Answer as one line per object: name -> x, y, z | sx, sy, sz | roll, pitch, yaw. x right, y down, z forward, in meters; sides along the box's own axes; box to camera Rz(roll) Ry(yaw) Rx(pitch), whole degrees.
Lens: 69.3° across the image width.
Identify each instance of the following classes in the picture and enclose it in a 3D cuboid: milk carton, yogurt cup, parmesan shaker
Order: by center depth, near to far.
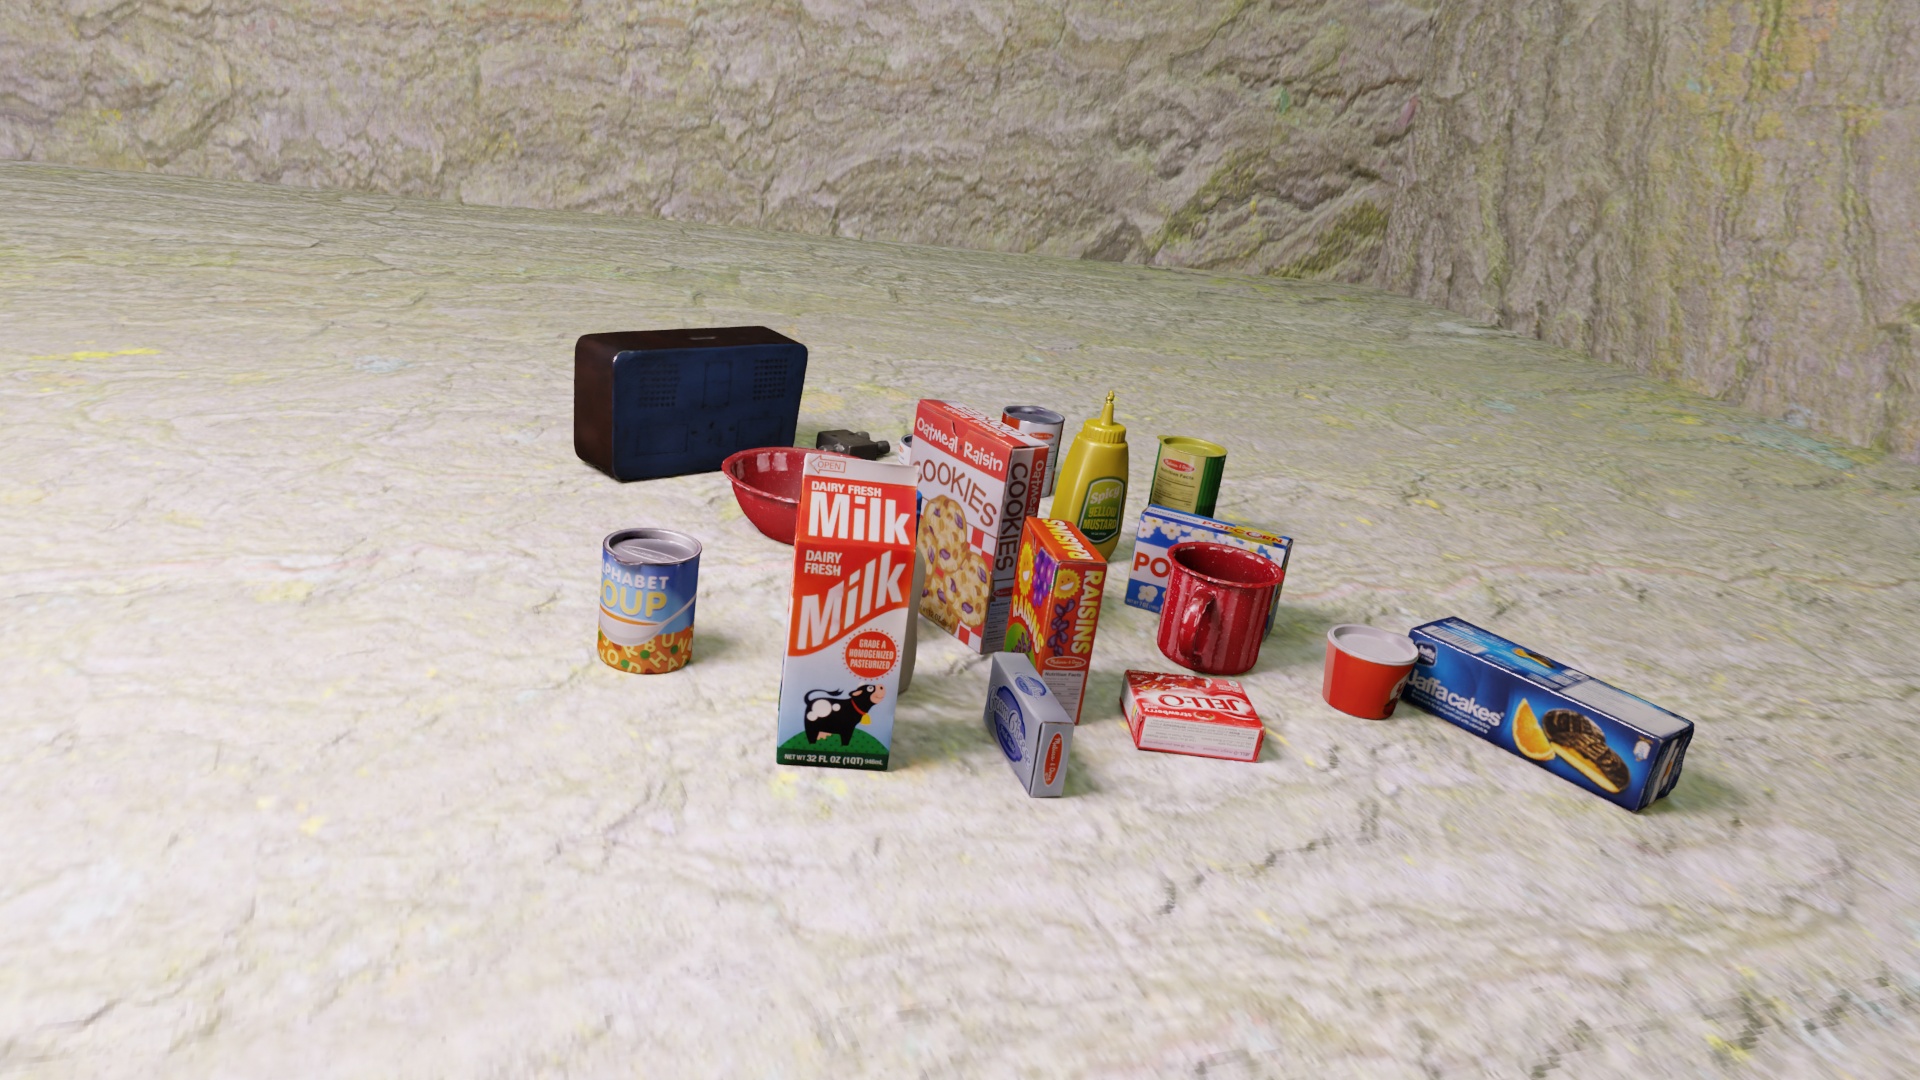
milk carton -> -0.071, 0.040, 0.862 | 0.072, 0.189, 0.074 | 6, 19, -9
yogurt cup -> 0.310, 0.101, 1.062 | 0.072, 0.053, 0.072 | 8, 19, -3
parmesan shaker -> 0.216, -0.045, 1.358 | 0.071, 0.102, 0.071 | 8, 19, -3

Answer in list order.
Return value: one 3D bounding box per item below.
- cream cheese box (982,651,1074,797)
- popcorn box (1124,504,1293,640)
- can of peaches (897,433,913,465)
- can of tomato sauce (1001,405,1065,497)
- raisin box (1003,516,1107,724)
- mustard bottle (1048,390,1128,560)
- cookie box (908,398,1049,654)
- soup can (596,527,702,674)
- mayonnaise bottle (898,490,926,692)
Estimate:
cream cheese box -> 0.042, 0.117, 0.900 | 0.024, 0.053, 0.104 | 3, 20, -18
popcorn box -> 0.209, 0.026, 1.182 | 0.127, 0.085, 0.038 | 15, 20, 17
can of peaches -> -0.028, -0.070, 1.391 | 0.071, 0.057, 0.071 | 8, 19, -3
can of tomato sauce -> 0.070, -0.095, 1.464 | 0.071, 0.082, 0.071 | 8, 19, -3
raisin box -> 0.063, 0.056, 0.978 | 0.040, 0.123, 0.086 | 4, 20, -14
mustard bottle -> 0.123, -0.059, 1.271 | 0.065, 0.159, 0.049 | -2, 22, -28
cookie box -> 0.004, -0.014, 1.081 | 0.040, 0.166, 0.123 | -6, 24, -37
soup can -> -0.216, 0.042, 0.955 | 0.071, 0.083, 0.071 | 8, 19, -3
mayonnaise bottle -> -0.053, 0.035, 0.948 | 0.041, 0.147, 0.065 | 24, 24, 38
